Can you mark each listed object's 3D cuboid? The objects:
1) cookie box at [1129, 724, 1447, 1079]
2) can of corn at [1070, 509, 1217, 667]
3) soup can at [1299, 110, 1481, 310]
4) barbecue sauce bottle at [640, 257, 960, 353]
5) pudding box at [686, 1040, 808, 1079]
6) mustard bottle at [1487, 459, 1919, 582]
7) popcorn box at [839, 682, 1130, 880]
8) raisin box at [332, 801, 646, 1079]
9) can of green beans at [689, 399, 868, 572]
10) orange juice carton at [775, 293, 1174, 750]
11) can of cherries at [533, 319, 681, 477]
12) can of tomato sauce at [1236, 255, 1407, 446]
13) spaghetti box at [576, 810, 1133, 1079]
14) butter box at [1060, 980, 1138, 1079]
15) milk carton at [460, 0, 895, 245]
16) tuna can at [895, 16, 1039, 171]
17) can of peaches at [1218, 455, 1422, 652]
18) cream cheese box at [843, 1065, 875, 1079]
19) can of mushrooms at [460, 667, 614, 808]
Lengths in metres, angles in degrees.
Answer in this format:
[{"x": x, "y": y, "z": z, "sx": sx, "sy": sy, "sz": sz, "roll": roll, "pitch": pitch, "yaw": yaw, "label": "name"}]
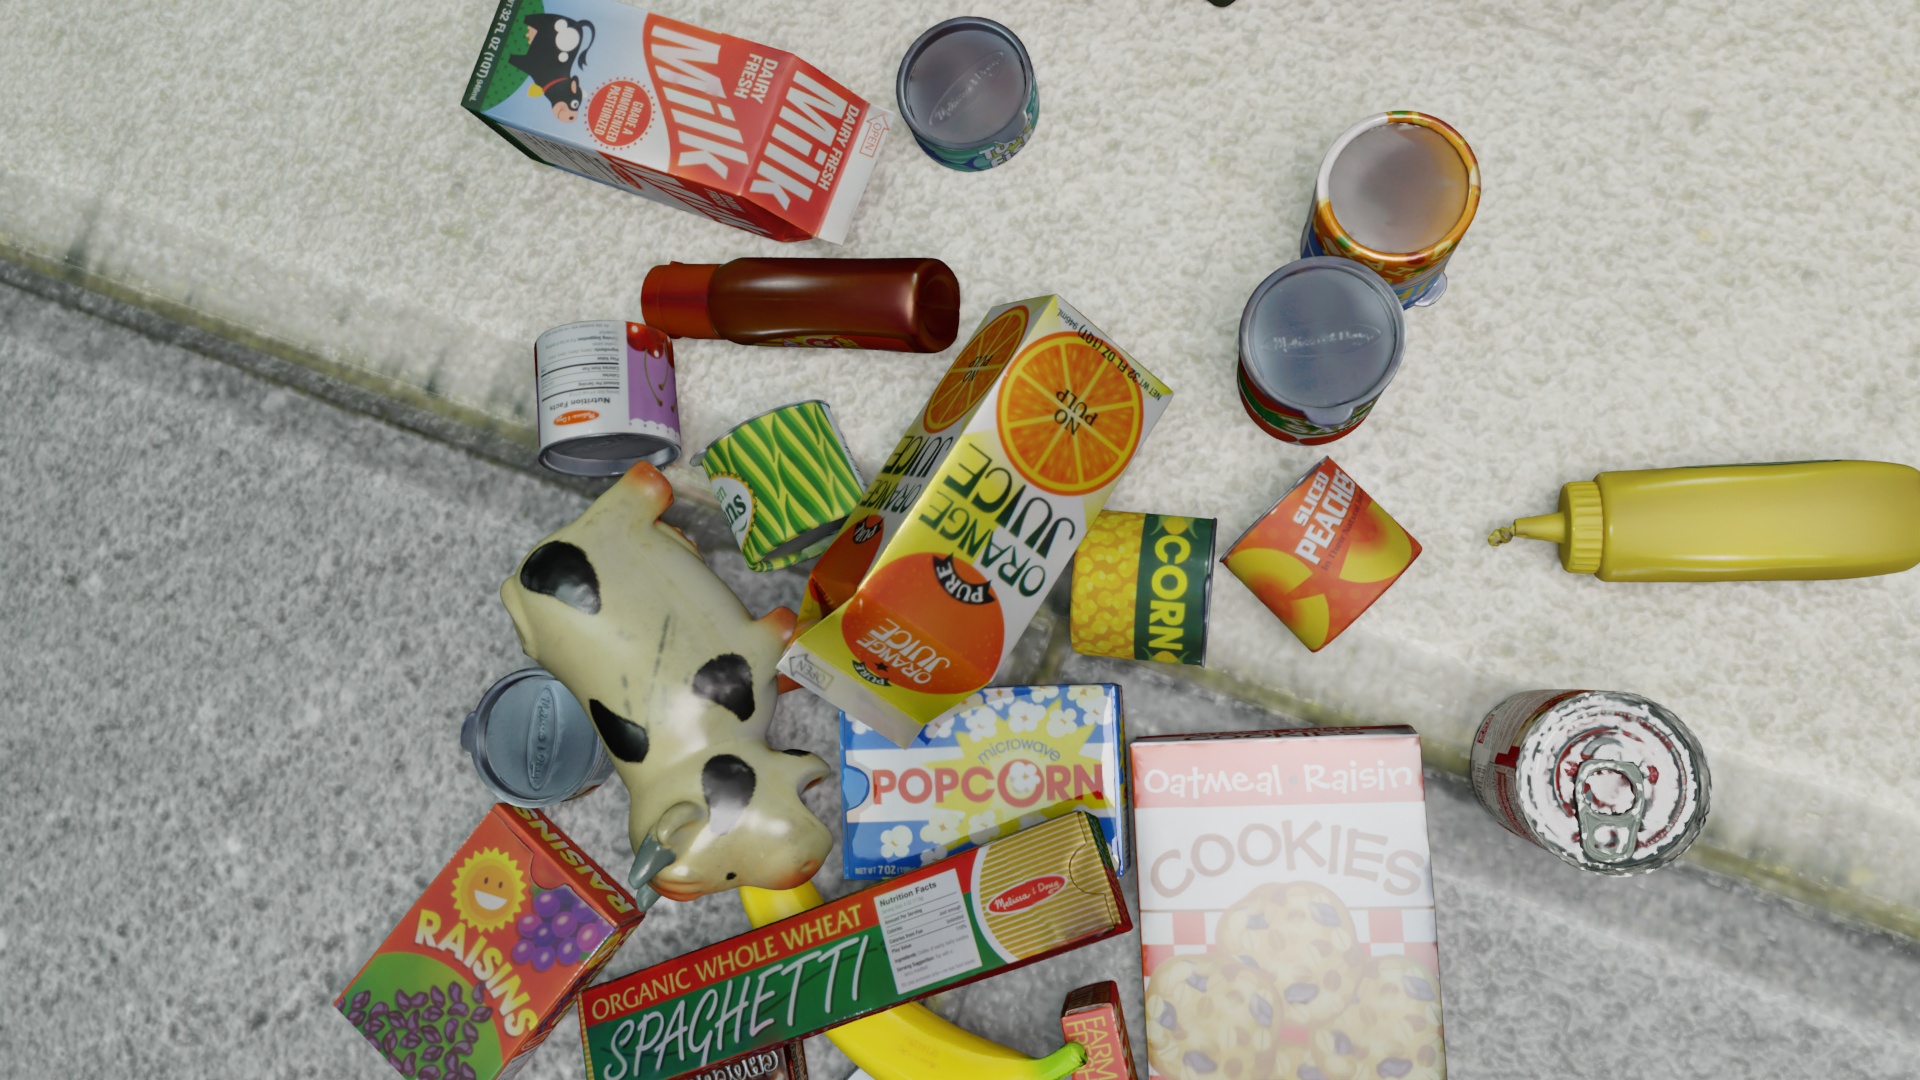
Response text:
[{"x": 0.140, "y": 0.167, "z": 0.601, "sx": 0.123, "sy": 0.040, "sz": 0.167, "roll": -3, "pitch": 84, "yaw": 9, "label": "cookie box"}, {"x": 0.081, "y": 0.020, "z": 0.611, "sx": 0.058, "sy": 0.071, "sz": 0.071, "roll": 5, "pitch": 85, "yaw": 11, "label": "can of corn"}, {"x": 0.187, "y": -0.138, "z": 0.603, "sx": 0.071, "sy": 0.084, "sz": 0.071, "roll": -1, "pitch": 84, "yaw": 9, "label": "soup can"}, {"x": -0.079, "y": -0.113, "z": 0.659, "sx": 0.148, "sy": 0.065, "sz": 0.043, "roll": 5, "pitch": 97, "yaw": 19, "label": "barbecue sauce bottle"}, {"x": -0.116, "y": 0.236, "z": 0.642, "sx": 0.084, "sy": 0.030, "sz": 0.049, "roll": -11, "pitch": 83, "yaw": 9, "label": "pudding box"}, {"x": 0.305, "y": -0.007, "z": 0.580, "sx": 0.160, "sy": 0.065, "sz": 0.049, "roll": -1, "pitch": 82, "yaw": 14, "label": "mustard bottle"}, {"x": 0.011, "y": 0.109, "z": 0.630, "sx": 0.127, "sy": 0.038, "sz": 0.085, "roll": -3, "pitch": 84, "yaw": 10, "label": "popcorn box"}, {"x": -0.223, "y": 0.198, "z": 0.660, "sx": 0.086, "sy": 0.040, "sz": 0.123, "roll": 40, "pitch": 91, "yaw": 12, "label": "raisin box"}, {"x": -0.079, "y": -0.025, "z": 0.646, "sx": 0.071, "sy": 0.071, "sz": 0.058, "roll": -26, "pitch": 81, "yaw": 6, "label": "can of green beans"}, {"x": 0.002, "y": -0.008, "z": 0.599, "sx": 0.072, "sy": 0.073, "sz": 0.193, "roll": 37, "pitch": 80, "yaw": -20, "label": "orange juice carton"}, {"x": -0.168, "y": -0.066, "z": 0.666, "sx": 0.071, "sy": 0.071, "sz": 0.058, "roll": -9, "pitch": 77, "yaw": 9, "label": "can of cherries"}, {"x": 0.154, "y": -0.077, "z": 0.602, "sx": 0.071, "sy": 0.083, "sz": 0.071, "roll": -1, "pitch": 84, "yaw": 10, "label": "can of tomato sauce"}, {"x": -0.051, "y": 0.179, "z": 0.589, "sx": 0.250, "sy": 0.028, "sz": 0.050, "roll": -23, "pitch": 66, "yaw": 14, "label": "spaghetti box"}, {"x": 0.066, "y": 0.247, "z": 0.598, "sx": 0.024, "sy": 0.053, "sz": 0.103, "roll": -13, "pitch": 82, "yaw": 7, "label": "butter box"}, {"x": -0.131, "y": -0.202, "z": 0.670, "sx": 0.191, "sy": 0.073, "sz": 0.072, "roll": 21, "pitch": 88, "yaw": 11, "label": "milk carton"}, {"x": 0.006, "y": -0.212, "z": 0.668, "sx": 0.071, "sy": 0.033, "sz": 0.071, "roll": -1, "pitch": 84, "yaw": 10, "label": "tuna can"}, {"x": 0.156, "y": 0.005, "z": 0.599, "sx": 0.071, "sy": 0.071, "sz": 0.058, "roll": -44, "pitch": 80, "yaw": 3, "label": "can of peaches"}, {"x": -0.024, "y": 0.288, "z": 0.624, "sx": 0.104, "sy": 0.024, "sz": 0.053, "roll": 44, "pitch": 91, "yaw": 11, "label": "cream cheese box"}, {"x": -0.201, "y": 0.094, "z": 0.671, "sx": 0.071, "sy": 0.033, "sz": 0.071, "roll": -1, "pitch": 85, "yaw": 10, "label": "can of mushrooms"}]
